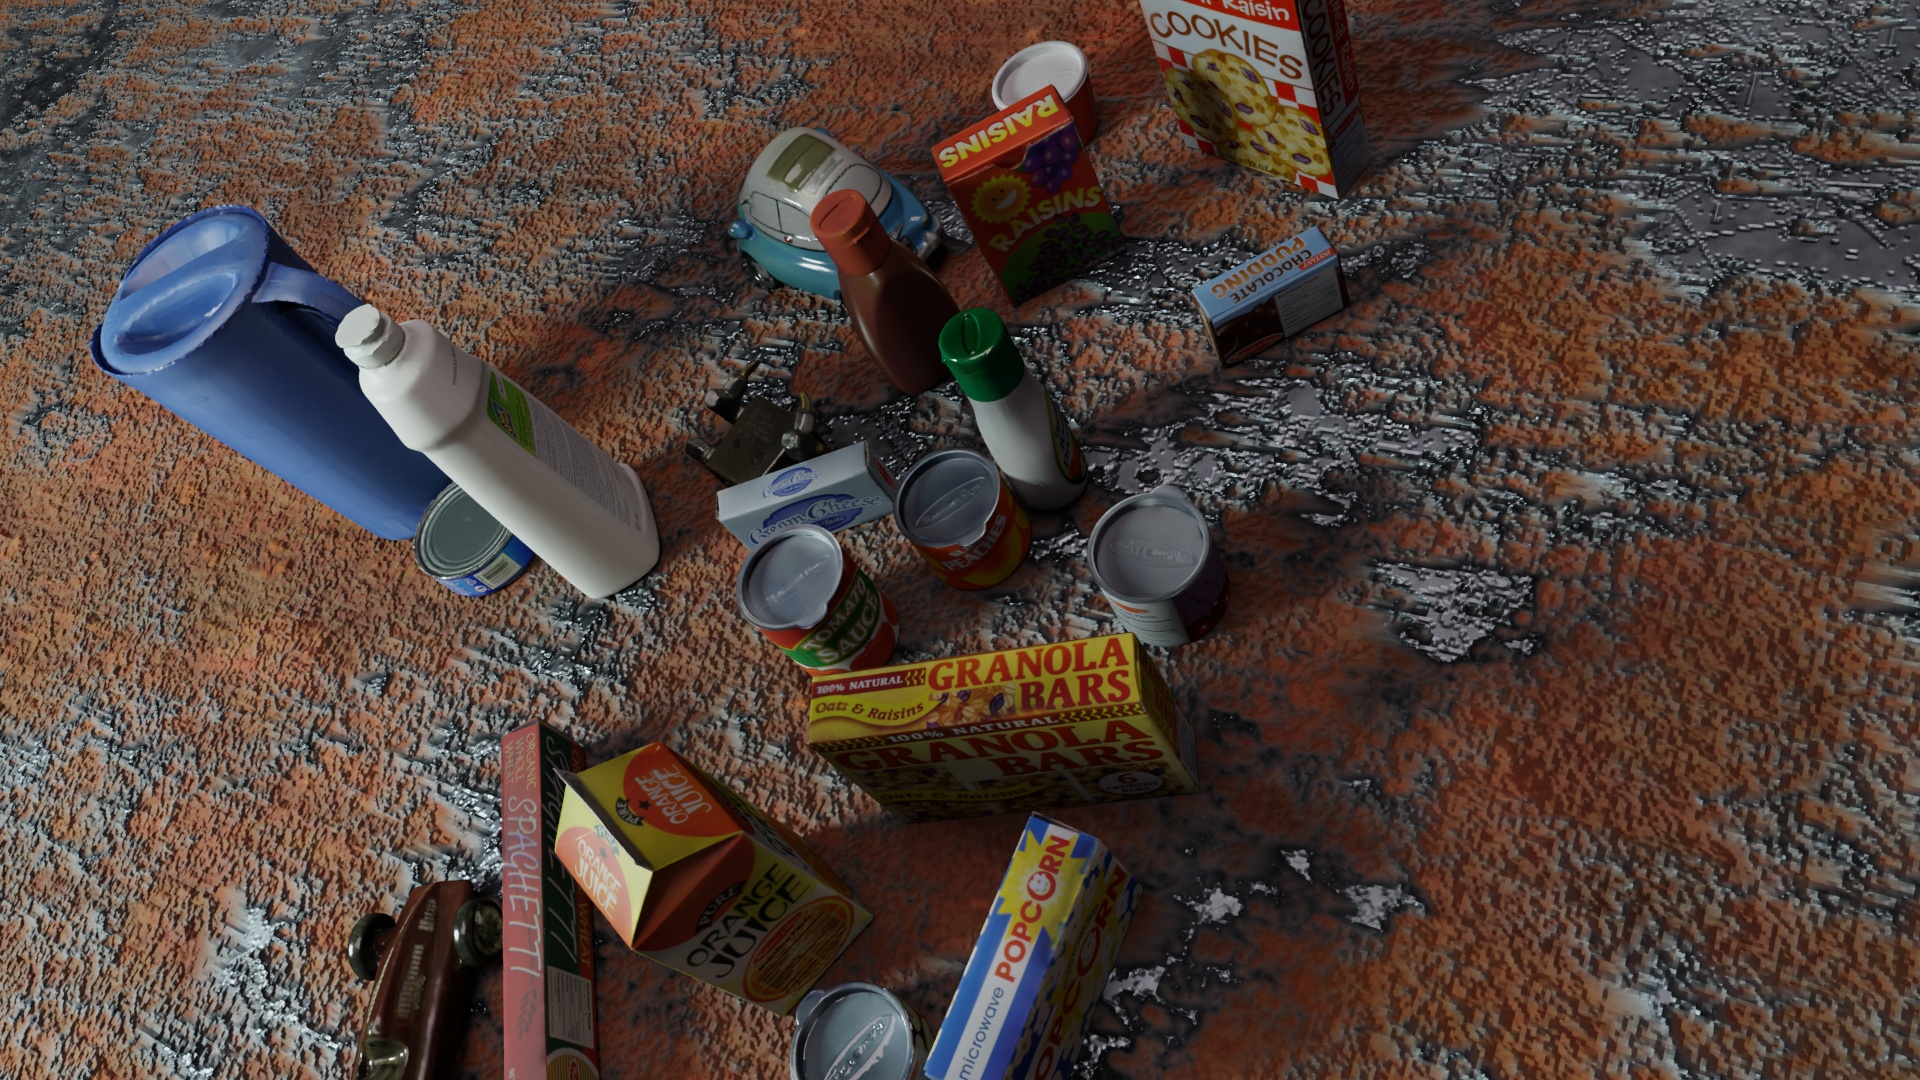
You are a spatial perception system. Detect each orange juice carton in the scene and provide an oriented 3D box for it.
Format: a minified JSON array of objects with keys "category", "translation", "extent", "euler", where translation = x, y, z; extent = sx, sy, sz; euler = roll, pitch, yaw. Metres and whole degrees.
[{"category":"orange juice carton","translation":[-0.125,0.163,0.677],"extent":[0.073,0.192,0.072],"euler":[-47,54,-8]}]

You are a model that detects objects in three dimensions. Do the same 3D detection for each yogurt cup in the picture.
[{"category":"yogurt cup","translation":[0.062,-0.302,0.962],"extent":[0.072,0.053,0.073],"euler":[-11,57,18]}]

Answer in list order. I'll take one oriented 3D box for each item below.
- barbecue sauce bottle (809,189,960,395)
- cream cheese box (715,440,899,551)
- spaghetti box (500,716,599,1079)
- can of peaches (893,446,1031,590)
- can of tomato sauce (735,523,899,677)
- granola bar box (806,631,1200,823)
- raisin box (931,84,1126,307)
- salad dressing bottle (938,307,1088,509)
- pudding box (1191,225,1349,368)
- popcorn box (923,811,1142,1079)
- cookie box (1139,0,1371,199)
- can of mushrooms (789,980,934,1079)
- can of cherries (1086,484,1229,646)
[{"category":"barbecue sauce bottle","translation":[-0.045,-0.155,0.861],"extent":[0.065,0.148,0.044],"euler":[-45,54,-6]},{"category":"cream cheese box","translation":[-0.094,-0.024,0.863],"extent":[0.104,0.053,0.024],"euler":[-18,56,13]},{"category":"spaghetti box","translation":[-0.230,0.220,0.778],"extent":[0.028,0.050,0.251],"euler":[-22,55,11]},{"category":"can of peaches","translation":[0.003,-0.010,0.809],"extent":[0.071,0.058,0.071],"euler":[-11,57,18]},{"category":"can of tomato sauce","translation":[-0.079,0.040,0.799],"extent":[0.071,0.083,0.071],"euler":[-11,58,18]},{"category":"granola bar box","translation":[0.024,0.097,0.694],"extent":[0.165,0.124,0.039],"euler":[-10,58,18]},{"category":"raisin box","translation":[0.045,-0.213,0.872],"extent":[0.086,0.123,0.040],"euler":[-25,54,8]},{"category":"salad dressing bottle","translation":[0.031,-0.072,0.779],"extent":[0.044,0.147,0.064],"euler":[-15,57,16]},{"category":"pudding box","translation":[0.182,-0.142,0.816],"extent":[0.083,0.049,0.030],"euler":[-28,54,6]},{"category":"popcorn box","translation":[0.037,0.203,0.650],"extent":[0.038,0.085,0.127],"euler":[14,67,30]},{"category":"cookie box","translation":[0.174,-0.290,0.835],"extent":[0.123,0.167,0.040],"euler":[33,78,35]},{"category":"can of mushrooms","translation":[-0.049,0.254,0.689],"extent":[0.071,0.033,0.071],"euler":[-11,57,18]},{"category":"can of cherries","translation":[0.109,0.014,0.748],"extent":[0.071,0.058,0.072],"euler":[-11,57,18]}]
